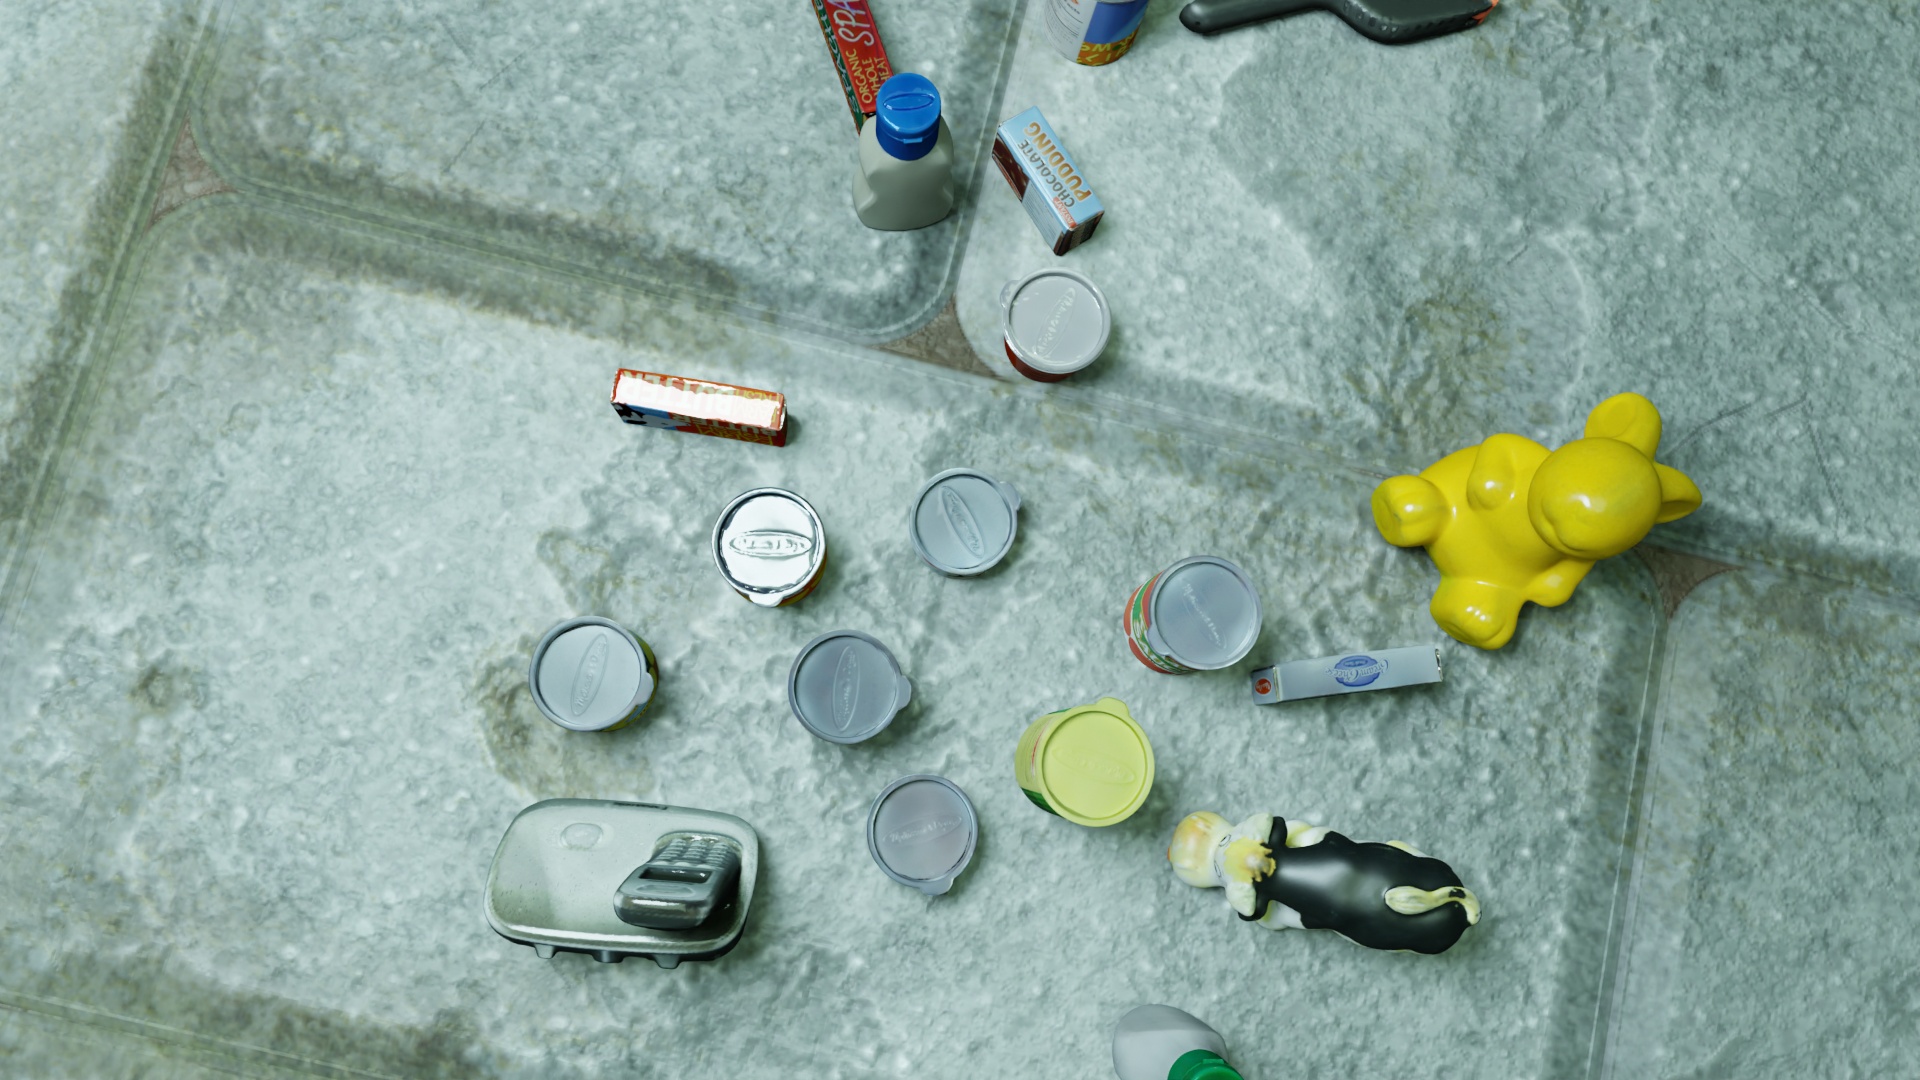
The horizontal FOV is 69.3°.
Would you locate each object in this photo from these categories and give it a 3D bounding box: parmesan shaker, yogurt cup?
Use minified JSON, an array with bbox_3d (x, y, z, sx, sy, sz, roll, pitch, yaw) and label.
[{"bbox_3d":[0.071,0.127,0.809,0.071,0.103,0.071,1,82,-4],"label":"parmesan shaker"},{"bbox_3d":[0.057,-0.132,0.873,0.072,0.054,0.072,1,81,-4],"label":"yogurt cup"}]

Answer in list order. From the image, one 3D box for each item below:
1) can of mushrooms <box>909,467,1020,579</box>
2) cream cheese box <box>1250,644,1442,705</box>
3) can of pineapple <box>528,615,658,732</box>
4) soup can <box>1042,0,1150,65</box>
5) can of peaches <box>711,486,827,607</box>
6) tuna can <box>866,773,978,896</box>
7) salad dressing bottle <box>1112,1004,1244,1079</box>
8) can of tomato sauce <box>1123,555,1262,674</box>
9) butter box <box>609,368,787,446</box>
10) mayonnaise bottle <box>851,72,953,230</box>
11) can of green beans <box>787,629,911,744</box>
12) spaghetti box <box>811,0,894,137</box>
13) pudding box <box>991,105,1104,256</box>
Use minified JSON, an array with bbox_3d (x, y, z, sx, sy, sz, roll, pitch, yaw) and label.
[{"bbox_3d":[0.003,-0.011,0.860,0.071,0.033,0.071,1,81,-4],"label":"can of mushrooms"},{"bbox_3d":[0.235,0.083,0.853,0.104,0.053,0.024,-7,82,-5],"label":"cream cheese box"},{"bbox_3d":[-0.213,0.081,0.817,0.071,0.057,0.071,1,81,-4],"label":"can of pineapple"},{"bbox_3d":[0.093,-0.357,0.896,0.071,0.083,0.071,1,82,-4],"label":"soup can"},{"bbox_3d":[-0.114,0.008,0.836,0.071,0.058,0.071,1,81,-4],"label":"can of peaches"},{"bbox_3d":[-0.023,0.175,0.830,0.071,0.033,0.071,1,81,-4],"label":"tuna can"},{"bbox_3d":[0.123,0.291,0.765,0.064,0.147,0.044,2,82,-4],"label":"salad dressing bottle"},{"bbox_3d":[0.136,0.048,0.836,0.071,0.083,0.071,1,82,-4],"label":"can of tomato sauce"},{"bbox_3d":[-0.157,-0.081,0.849,0.103,0.053,0.024,9,81,-3],"label":"butter box"},{"bbox_3d":[-0.033,-0.230,0.834,0.065,0.148,0.041,-7,82,-5],"label":"mayonnaise bottle"},{"bbox_3d":[-0.068,0.088,0.827,0.071,0.057,0.071,1,81,-4],"label":"can of green beans"},{"bbox_3d":[-0.089,-0.378,0.902,0.029,0.050,0.250,-18,83,-7],"label":"spaghetti box"},{"bbox_3d":[0.055,-0.230,0.890,0.030,0.049,0.084,-32,85,-8],"label":"pudding box"}]
